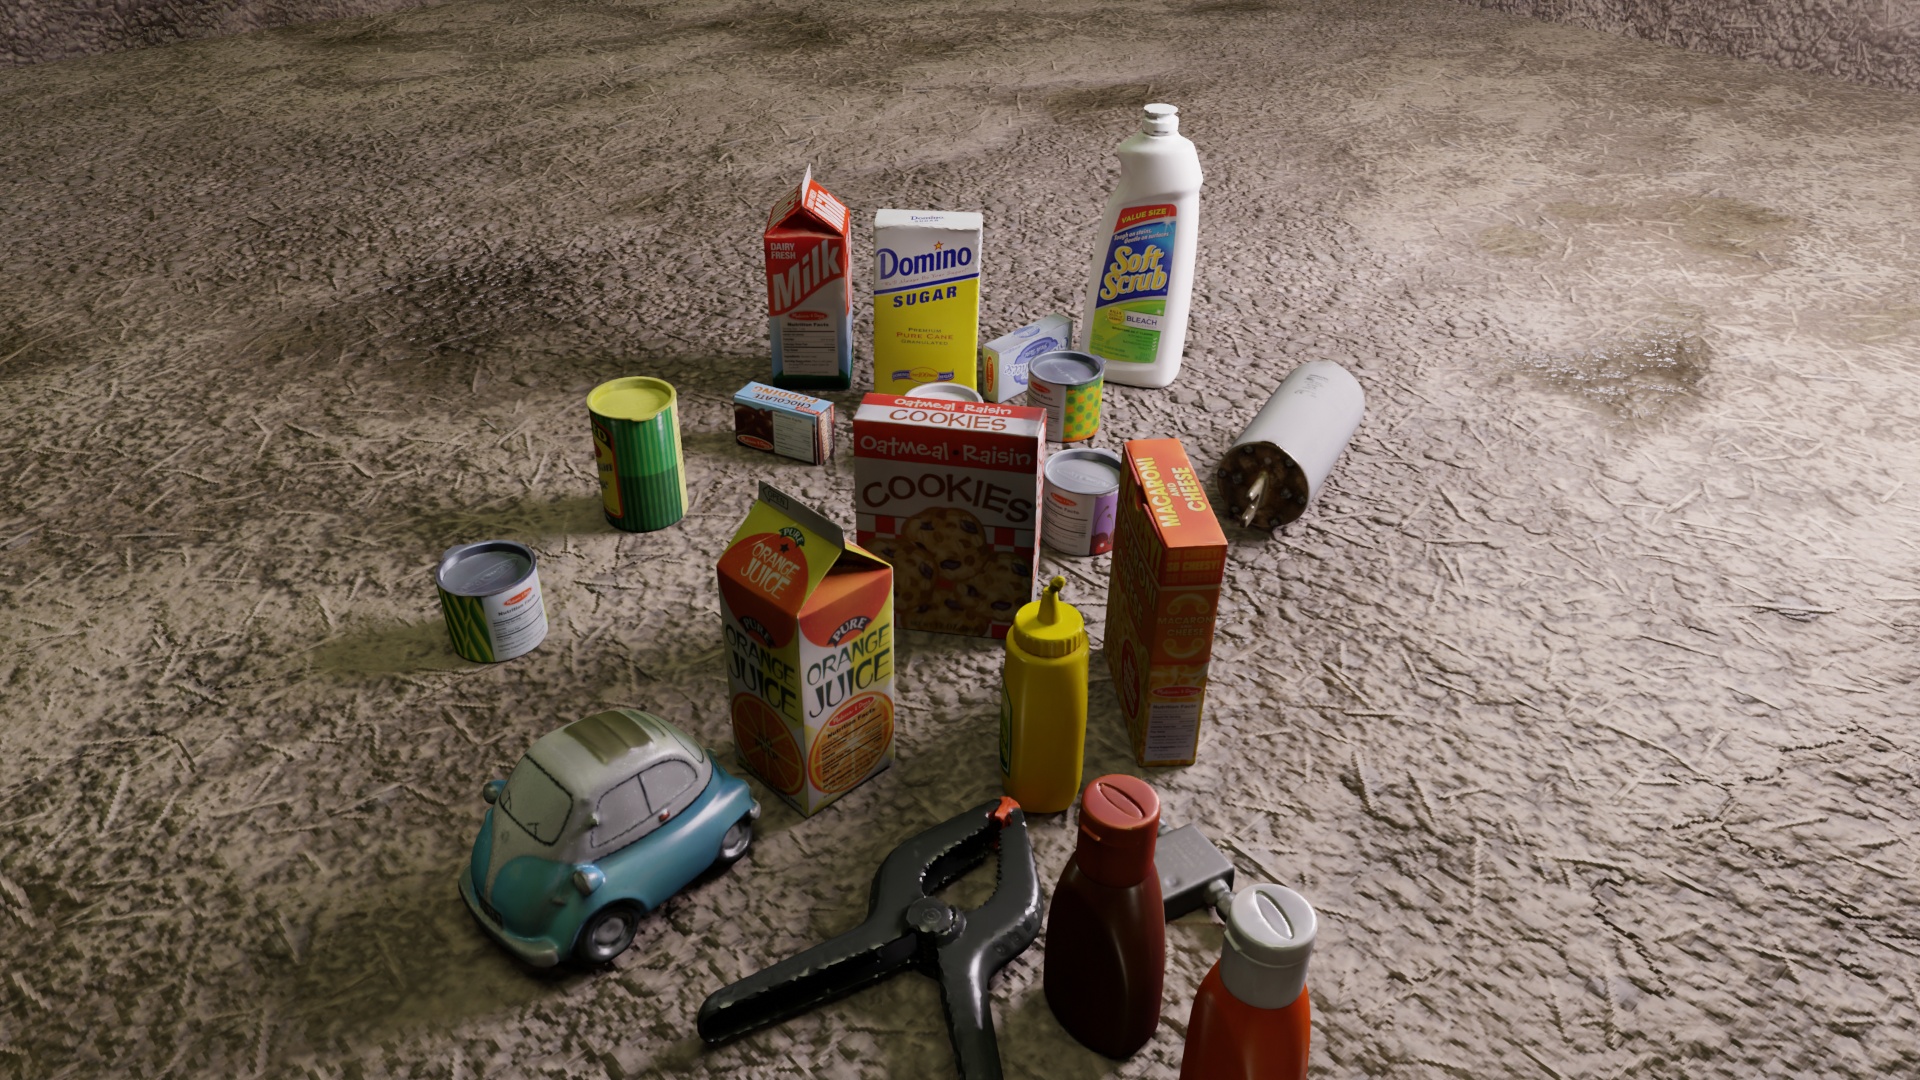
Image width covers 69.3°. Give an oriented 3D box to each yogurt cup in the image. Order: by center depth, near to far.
[{"bbox_3d":[-0.015,-0.094,1.165,0.072,0.053,0.073,1,33,0],"label":"yogurt cup"}]

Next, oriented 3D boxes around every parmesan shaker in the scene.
[{"bbox_3d":[-0.247,-0.064,1.070,0.071,0.102,0.072,1,33,0],"label":"parmesan shaker"}]

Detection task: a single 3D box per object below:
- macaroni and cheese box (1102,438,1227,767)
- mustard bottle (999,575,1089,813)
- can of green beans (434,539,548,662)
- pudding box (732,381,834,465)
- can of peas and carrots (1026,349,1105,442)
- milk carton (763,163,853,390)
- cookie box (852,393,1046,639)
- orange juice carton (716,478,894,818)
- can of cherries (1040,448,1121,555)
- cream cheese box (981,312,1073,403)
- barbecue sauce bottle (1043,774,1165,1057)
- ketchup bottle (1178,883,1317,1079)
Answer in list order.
[{"bbox_3d":[0.123,0.038,0.868,0.040,0.165,0.124,-3,34,-5],"label":"macaroni and cheese box"},{"bbox_3d":[0.048,0.084,0.803,0.049,0.159,0.065,-2,33,-4],"label":"mustard bottle"},{"bbox_3d":[-0.319,0.041,0.949,0.071,0.057,0.071,1,33,0],"label":"can of green beans"},{"bbox_3d":[-0.149,-0.099,1.173,0.084,0.049,0.030,15,36,20],"label":"pudding box"},{"bbox_3d":[0.093,-0.127,1.213,0.071,0.058,0.071,1,33,0],"label":"can of peas and carrots"},{"bbox_3d":[-0.136,-0.236,1.253,0.073,0.189,0.073,0,33,-1],"label":"milk carton"},{"bbox_3d":[-0.008,-0.015,0.943,0.123,0.166,0.040,6,34,7],"label":"cookie box"},{"bbox_3d":[-0.088,0.058,0.808,0.072,0.191,0.073,29,43,36],"label":"orange juice carton"},{"bbox_3d":[0.096,-0.031,1.068,0.071,0.058,0.072,1,33,0],"label":"can of cherries"},{"bbox_3d":[0.061,-0.168,1.279,0.024,0.053,0.104,28,42,35],"label":"cream cheese box"},{"bbox_3d":[0.071,0.179,0.670,0.044,0.147,0.065,-23,40,-32],"label":"barbecue sauce bottle"},{"bbox_3d":[0.128,0.217,0.615,0.043,0.148,0.065,-11,35,-17],"label":"ketchup bottle"}]
